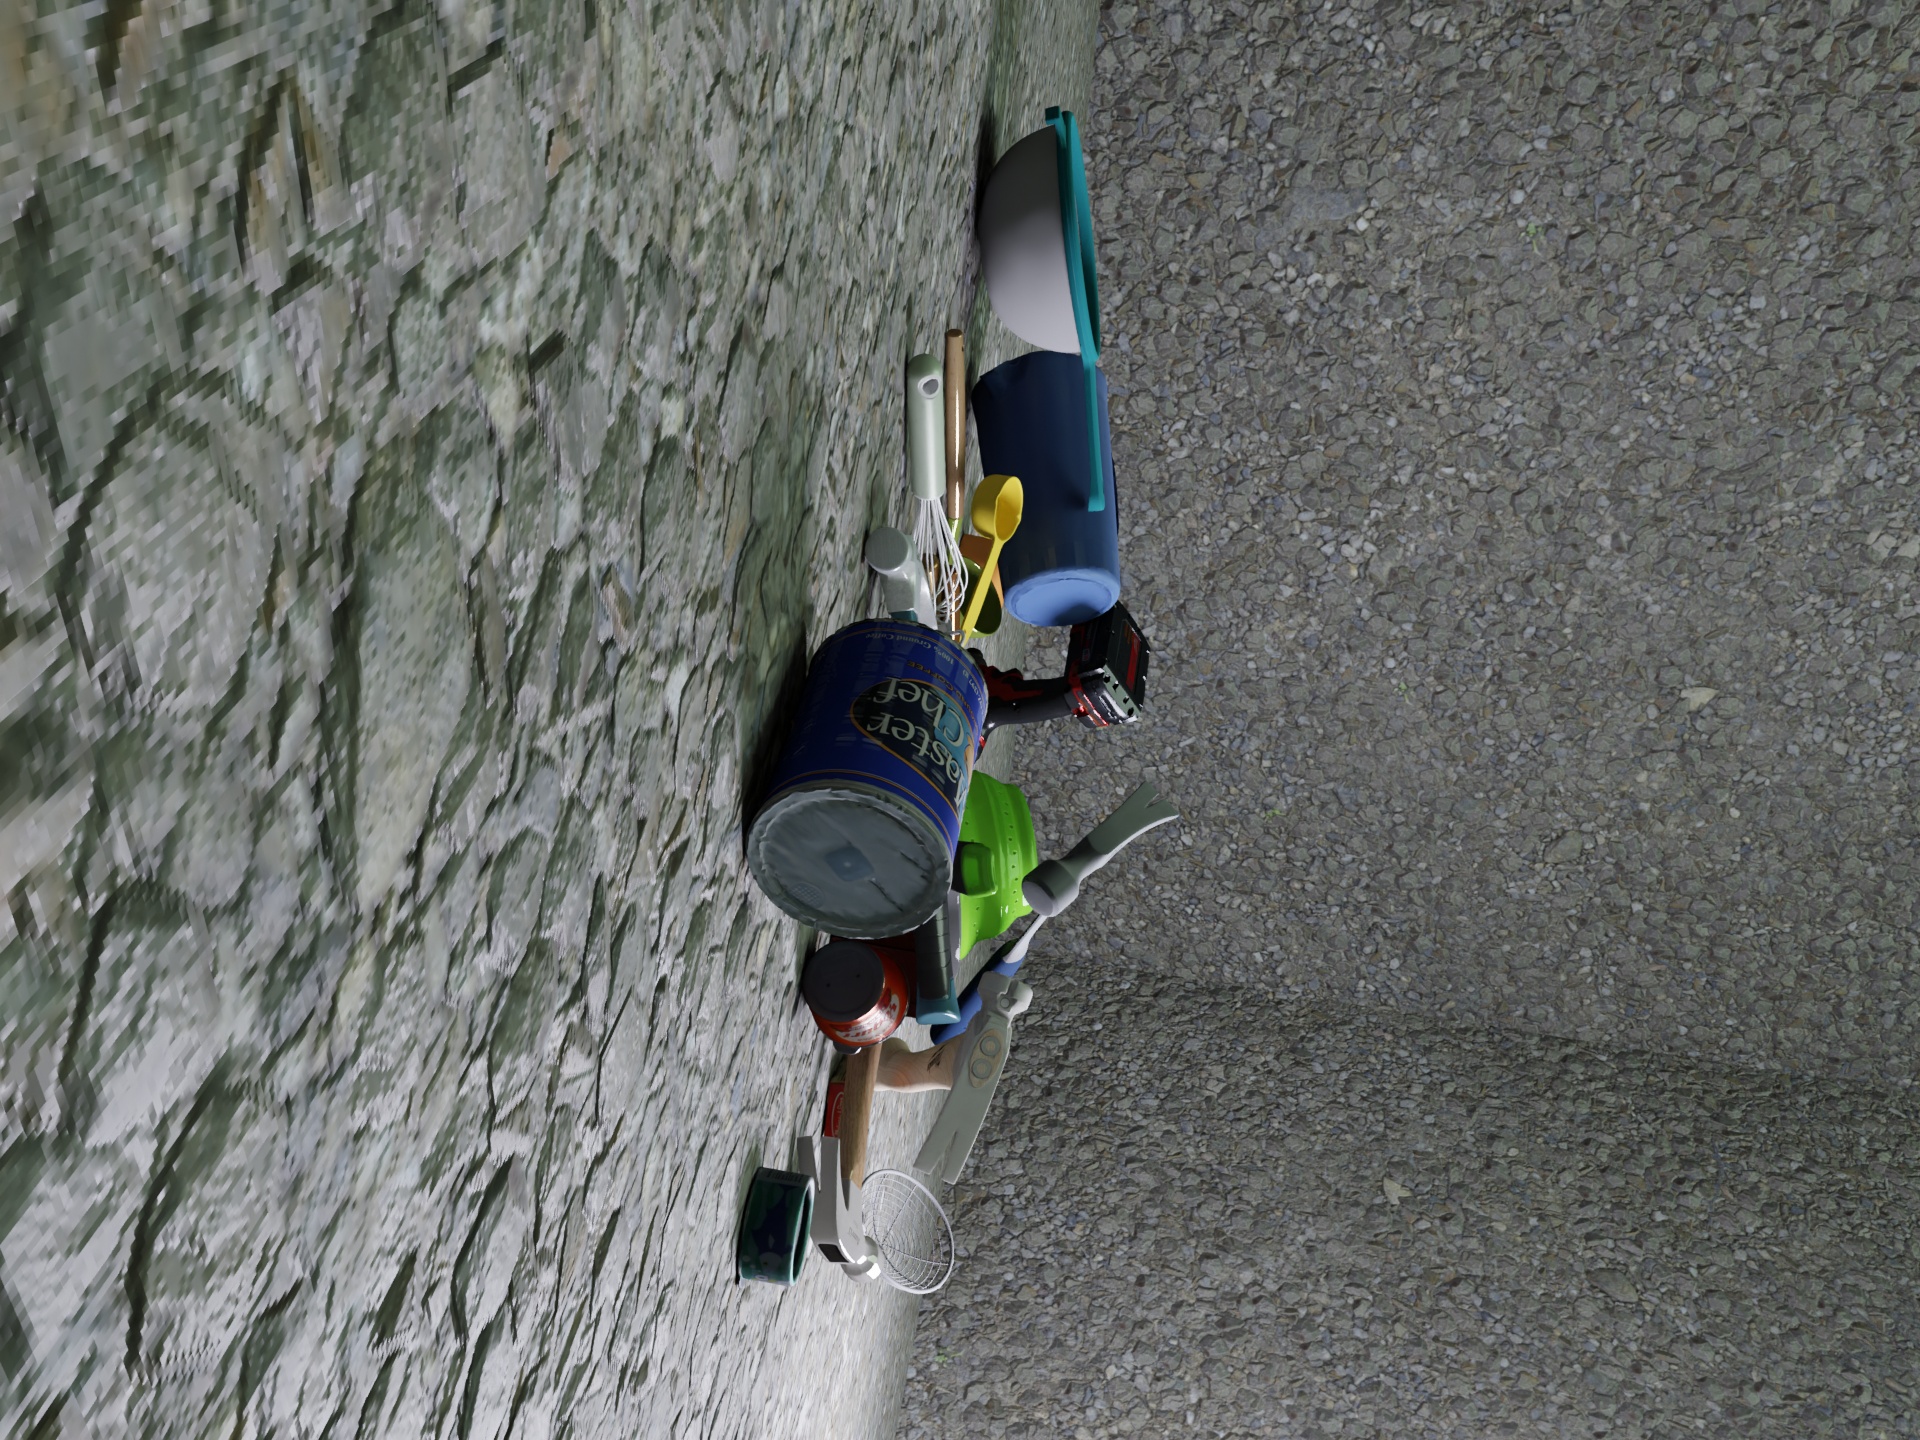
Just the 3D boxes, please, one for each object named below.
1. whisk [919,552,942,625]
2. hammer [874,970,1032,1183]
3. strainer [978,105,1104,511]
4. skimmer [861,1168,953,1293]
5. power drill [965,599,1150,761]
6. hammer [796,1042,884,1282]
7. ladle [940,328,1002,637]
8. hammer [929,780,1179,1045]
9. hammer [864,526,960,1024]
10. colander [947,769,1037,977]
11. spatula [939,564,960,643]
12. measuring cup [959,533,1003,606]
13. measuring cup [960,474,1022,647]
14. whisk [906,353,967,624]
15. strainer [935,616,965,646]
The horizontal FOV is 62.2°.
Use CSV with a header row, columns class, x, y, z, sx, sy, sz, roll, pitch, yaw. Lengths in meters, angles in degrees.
class,x,y,z,sx,sy,sz,roll,pitch,yaw
whisk,-0.024,-0.063,1.383,0.244,0.051,0.047,84,-7,-56
hammer,-0.033,0.292,1.289,0.410,0.038,0.146,134,-20,-71
strainer,0.071,-0.352,1.398,0.211,0.095,0.340,-51,137,-76
skimmer,-0.065,0.452,1.461,0.363,0.090,0.127,83,-16,-65
power drill,0.068,-0.038,1.546,0.078,0.219,0.143,51,36,-34
hammer,-0.073,0.240,1.207,0.129,0.031,0.332,67,24,-50
ladle,0.007,-0.200,1.389,0.319,0.062,0.078,90,11,-46
hammer,0.051,0.175,1.255,0.144,0.035,0.405,-36,166,-31
hammer,-0.029,0.042,1.071,0.128,0.033,0.331,11,74,-85
colander,0.022,0.107,1.241,0.397,0.094,0.204,160,-76,-81
spatula,-0.002,-0.004,1.388,0.081,0.041,0.322,-78,172,-46
measuring cup,0.017,-0.111,1.676,0.095,0.052,0.174,82,15,-75
measuring cup,0.014,-0.138,1.371,0.062,0.029,0.156,28,80,-66
whisk,-0.023,-0.164,1.168,0.246,0.058,0.059,89,-24,-48
strainer,-0.032,-0.015,1.330,0.258,0.050,0.087,102,-7,-66
